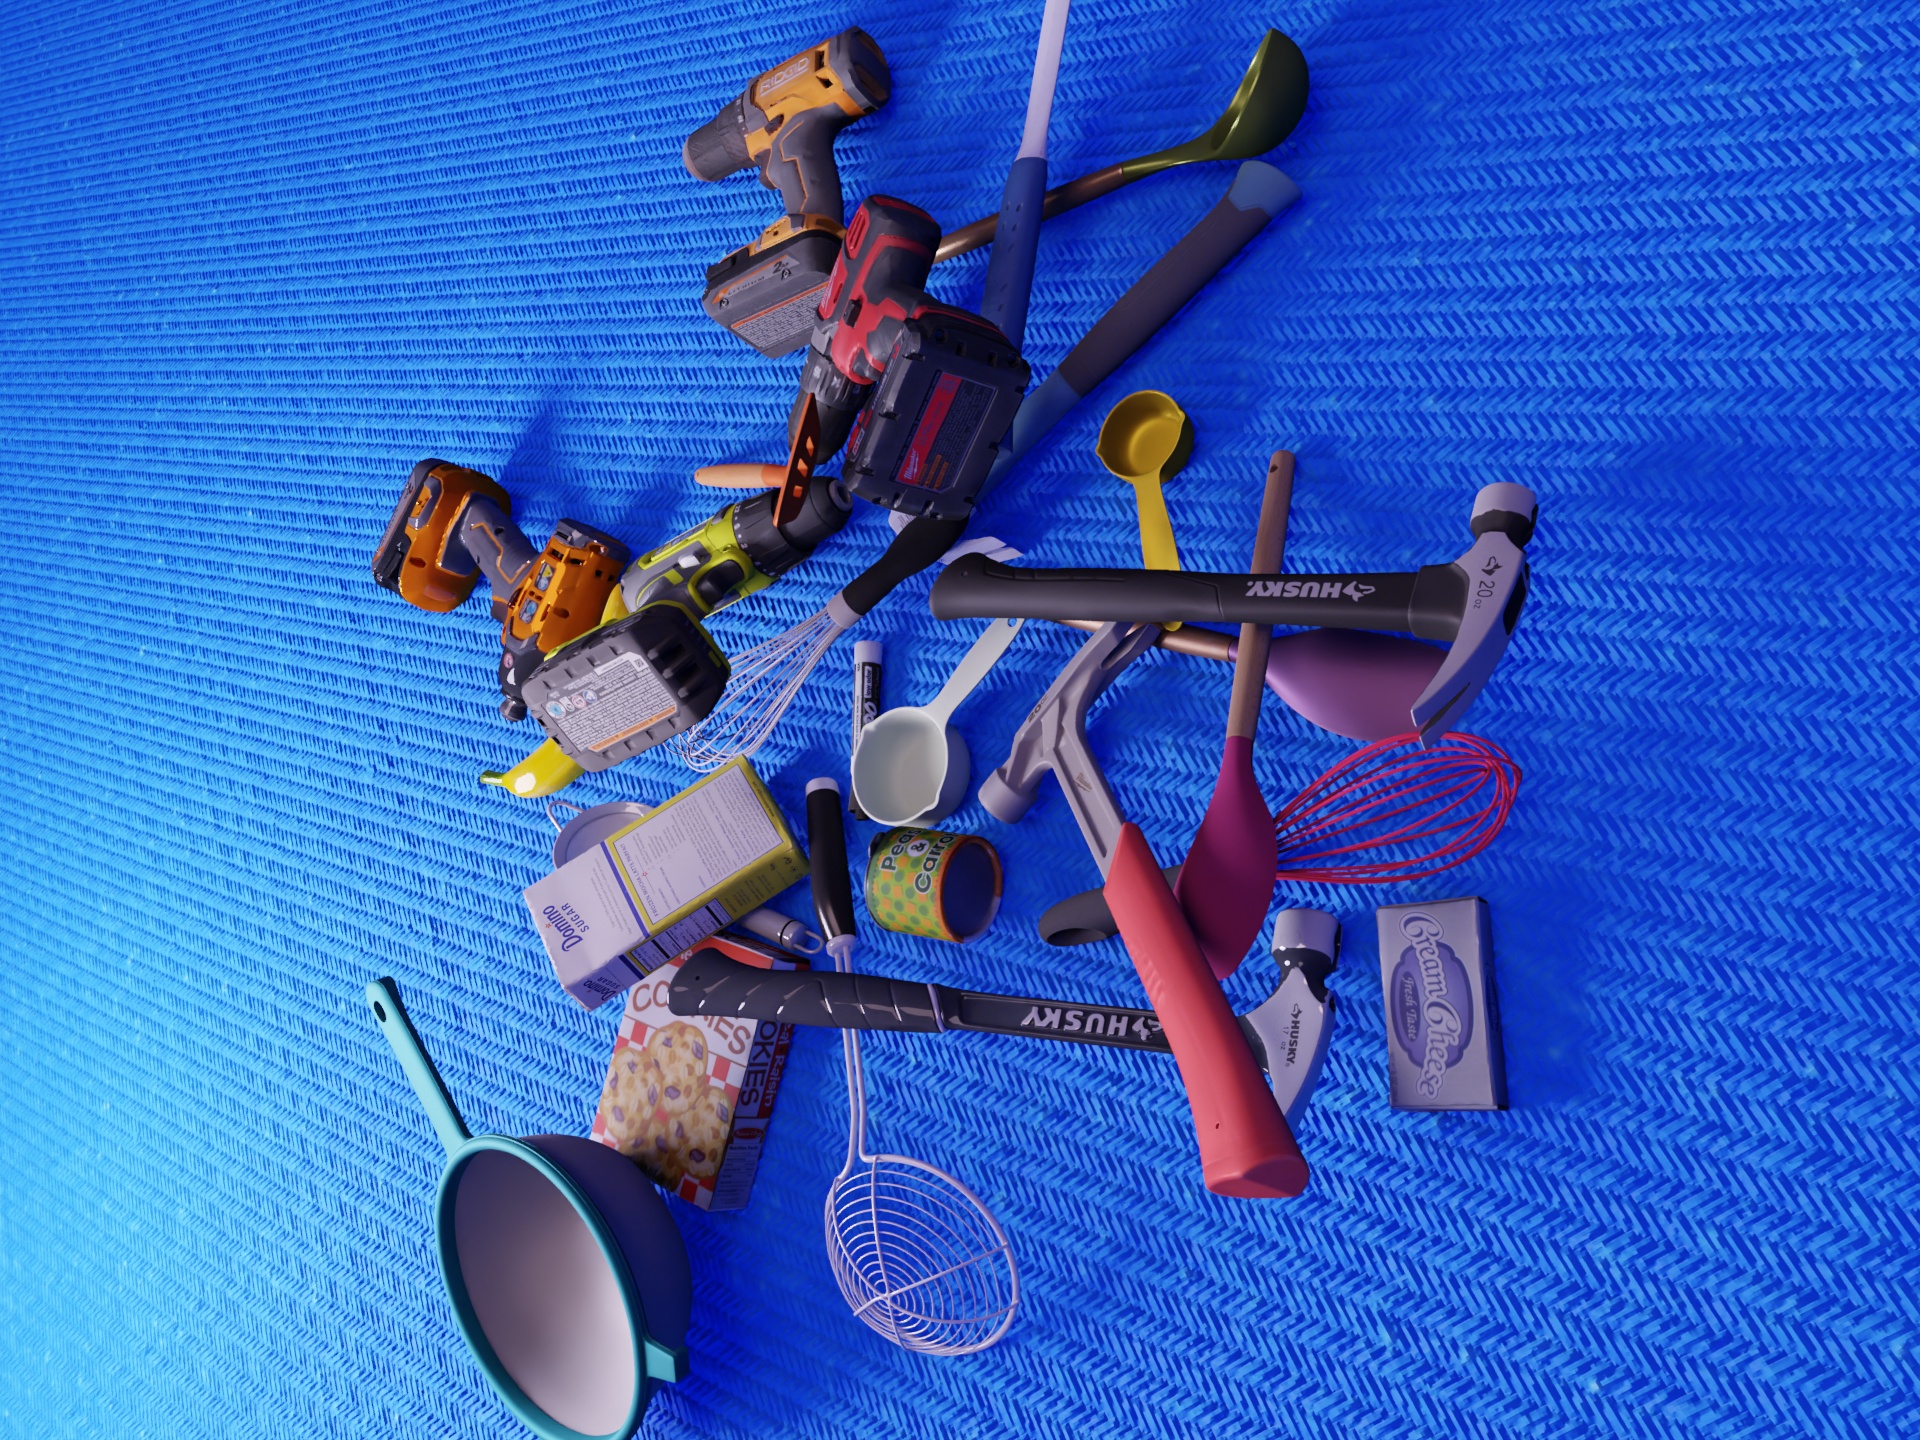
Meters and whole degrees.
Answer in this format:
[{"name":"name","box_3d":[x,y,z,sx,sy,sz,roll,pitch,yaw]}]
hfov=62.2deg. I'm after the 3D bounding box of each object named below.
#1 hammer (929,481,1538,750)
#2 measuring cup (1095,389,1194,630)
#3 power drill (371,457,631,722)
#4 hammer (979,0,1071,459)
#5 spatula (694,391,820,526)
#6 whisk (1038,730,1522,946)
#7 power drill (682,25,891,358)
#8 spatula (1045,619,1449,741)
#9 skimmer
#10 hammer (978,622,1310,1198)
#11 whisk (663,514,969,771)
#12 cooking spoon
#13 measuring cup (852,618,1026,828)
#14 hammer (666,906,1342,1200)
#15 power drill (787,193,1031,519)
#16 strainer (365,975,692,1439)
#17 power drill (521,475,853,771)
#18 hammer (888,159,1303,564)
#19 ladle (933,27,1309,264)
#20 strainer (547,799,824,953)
[{"name":"hammer","box_3d":[0.129,-0.063,0.862,0.335,0.035,0.146,4,57,31]},{"name":"measuring cup","box_3d":[0.121,-0.124,0.956,0.062,0.029,0.157,-18,69,31]},{"name":"power drill","box_3d":[-0.376,-0.107,1.279,0.227,0.084,0.164,29,95,34]},{"name":"hammer","box_3d":[0.043,-0.367,1.025,0.144,0.035,0.405,3,81,46]},{"name":"spatula","box_3d":[-0.141,-0.167,1.063,0.323,0.041,0.081,19,93,66]},{"name":"whisk","box_3d":[0.160,0.075,0.854,0.296,0.073,0.073,-25,64,34]},{"name":"power drill","box_3d":[-0.140,-0.389,1.188,0.185,0.084,0.226,-14,65,33]},{"name":"spatula","box_3d":[0.137,-0.044,0.927,0.316,0.018,0.060,17,87,37]},{"name":"skimmer","box_3d":[-0.045,0.200,0.983,0.127,0.090,0.364,-38,47,34]},{"name":"hammer","box_3d":[0.099,0.088,0.812,0.149,0.036,0.359,-52,31,21]},{"name":"whisk","box_3d":[-0.098,-0.056,1.057,0.284,0.070,0.070,-39,58,26]},{"name":"cooking spoon","box_3d":[0.154,-0.012,0.861,0.069,0.017,0.319,-15,54,48]},{"name":"measuring cup","box_3d":[-0.002,-0.003,1.005,0.167,0.038,0.083,-53,54,10]},{"name":"hammer","box_3d":[0.004,0.169,0.897,0.409,0.036,0.149,0,61,28]},{"name":"power drill","box_3d":[-0.050,-0.213,1.013,0.187,0.080,0.227,-63,30,27]},{"name":"strainer","box_3d":[-0.276,0.302,1.045,0.340,0.095,0.211,55,129,17]},{"name":"power drill","box_3d":[-0.176,-0.077,1.067,0.190,0.080,0.229,-23,24,29]},{"name":"hammer","box_3d":[0.079,-0.225,1.011,0.331,0.033,0.128,-43,56,19]},{"name":"ladle","box_3d":[0.080,-0.357,1.034,0.320,0.062,0.078,-11,46,37]},{"name":"strainer","box_3d":[-0.194,0.115,1.109,0.259,0.050,0.087,19,48,33]}]
